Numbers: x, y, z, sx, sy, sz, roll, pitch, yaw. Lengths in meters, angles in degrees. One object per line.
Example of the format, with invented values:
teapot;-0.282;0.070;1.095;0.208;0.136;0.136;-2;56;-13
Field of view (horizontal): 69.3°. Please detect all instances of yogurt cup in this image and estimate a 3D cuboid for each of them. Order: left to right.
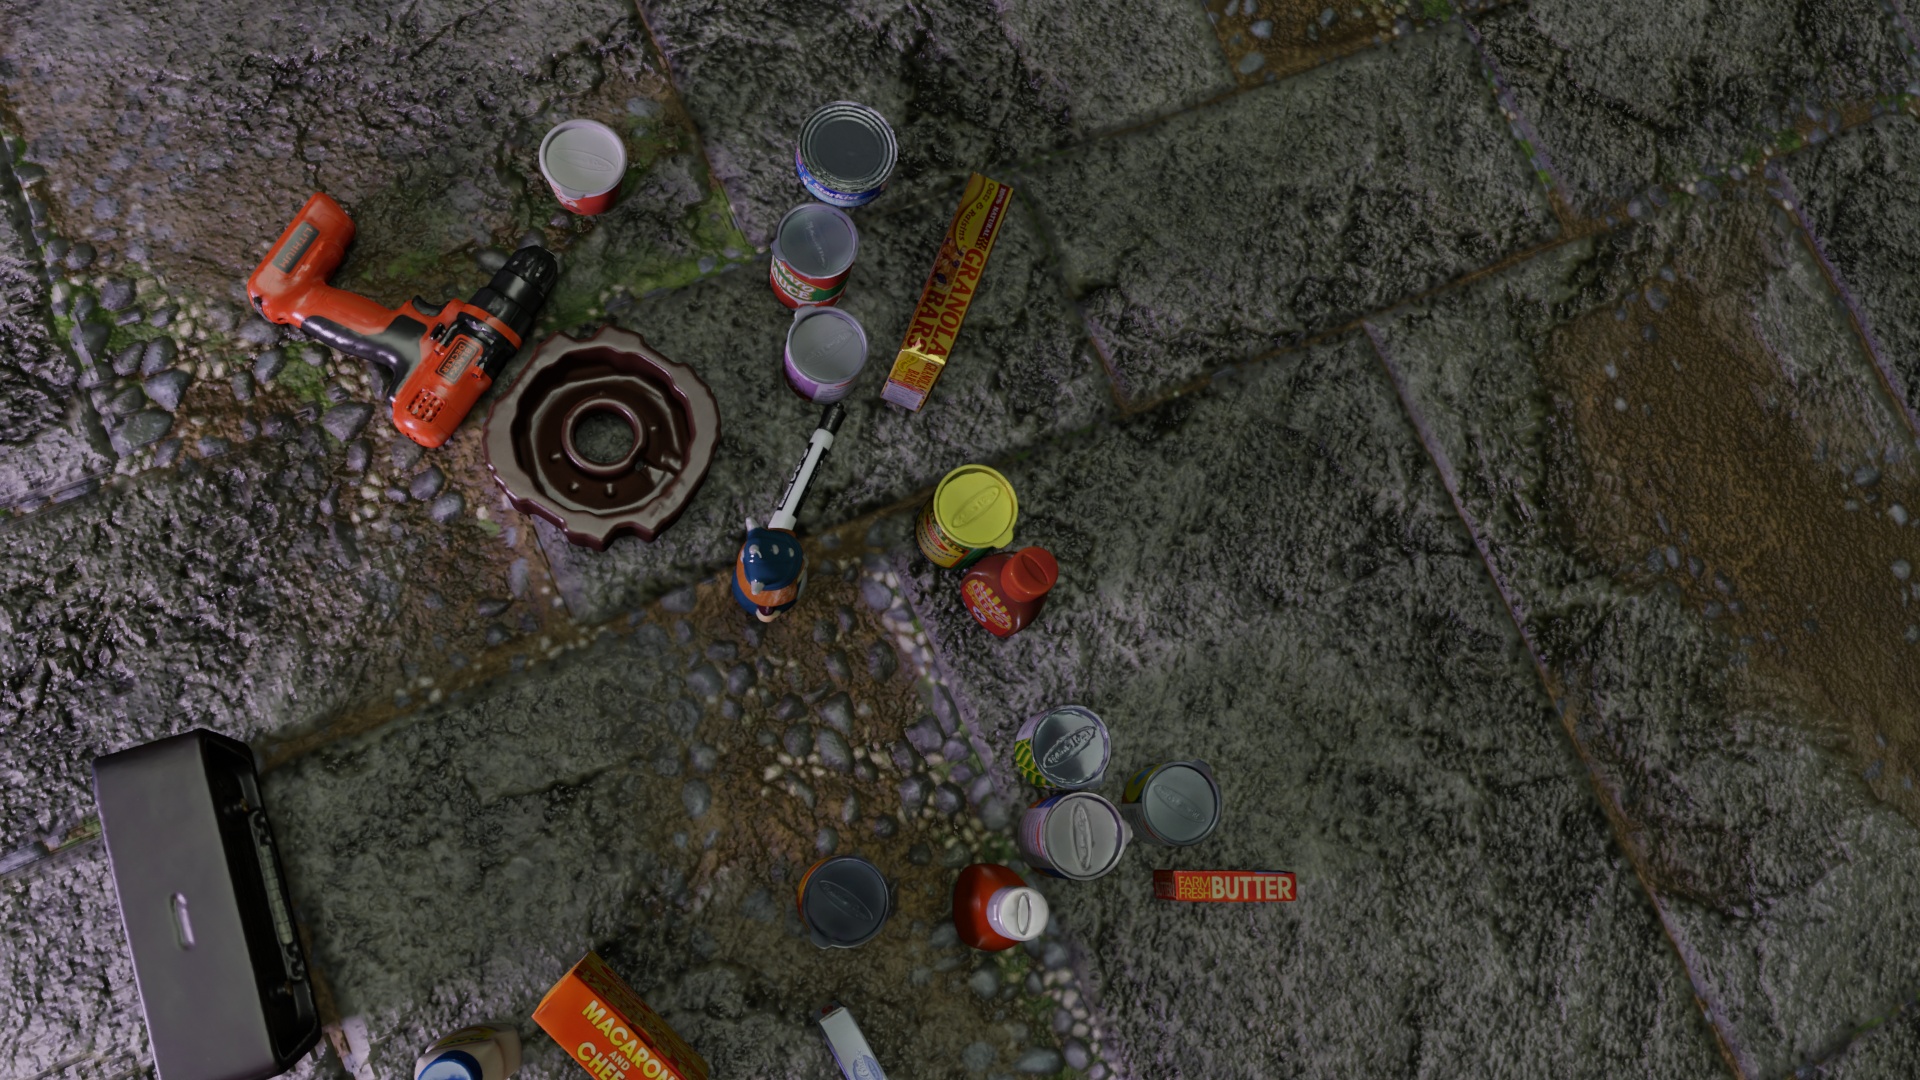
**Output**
yogurt cup;-0.307;-0.302;1.136;0.072;0.054;0.072;2;77;-11

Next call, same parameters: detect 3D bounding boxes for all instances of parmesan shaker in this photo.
parmesan shaker;0.004;-0.014;1.108;0.071;0.103;0.071;2;77;-11

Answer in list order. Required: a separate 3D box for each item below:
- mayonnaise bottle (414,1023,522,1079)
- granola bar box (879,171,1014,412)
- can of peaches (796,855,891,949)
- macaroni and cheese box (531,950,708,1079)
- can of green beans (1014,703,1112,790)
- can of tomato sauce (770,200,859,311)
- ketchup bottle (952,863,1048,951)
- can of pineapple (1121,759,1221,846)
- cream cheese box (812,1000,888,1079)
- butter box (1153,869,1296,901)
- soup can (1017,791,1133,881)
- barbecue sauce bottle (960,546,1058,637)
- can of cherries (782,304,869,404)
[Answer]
mayonnaise bottle;-0.334;0.355;0.932;0.065;0.147;0.041;-6;79;-13
granola bar box;-0.012;-0.199;1.136;0.039;0.124;0.166;22;74;-6
can of peaches;-0.090;0.273;1.047;0.071;0.058;0.071;2;77;-11
macaroni and cheese box;-0.227;0.341;0.947;0.124;0.166;0.040;44;74;0
can of green beans;0.081;0.166;1.107;0.071;0.057;0.071;2;77;-11
can of tomato sauce;-0.123;-0.230;1.142;0.071;0.083;0.071;2;77;-11
ketchup bottle;0.029;0.272;1.025;0.043;0.148;0.065;5;77;-10
can of pineapple;0.170;0.211;1.115;0.071;0.057;0.071;2;77;-11
cream cheese box;-0.073;0.392;1.026;0.024;0.053;0.104;-29;85;-16
butter box;0.211;0.276;1.111;0.103;0.053;0.024;3;77;-11
soup can;0.088;0.230;1.080;0.071;0.083;0.071;2;77;-11
barbecue sauce bottle;0.041;0.036;1.081;0.044;0.148;0.065;-38;88;-16
can of cherries;-0.112;-0.153;1.139;0.071;0.058;0.071;2;77;-11
